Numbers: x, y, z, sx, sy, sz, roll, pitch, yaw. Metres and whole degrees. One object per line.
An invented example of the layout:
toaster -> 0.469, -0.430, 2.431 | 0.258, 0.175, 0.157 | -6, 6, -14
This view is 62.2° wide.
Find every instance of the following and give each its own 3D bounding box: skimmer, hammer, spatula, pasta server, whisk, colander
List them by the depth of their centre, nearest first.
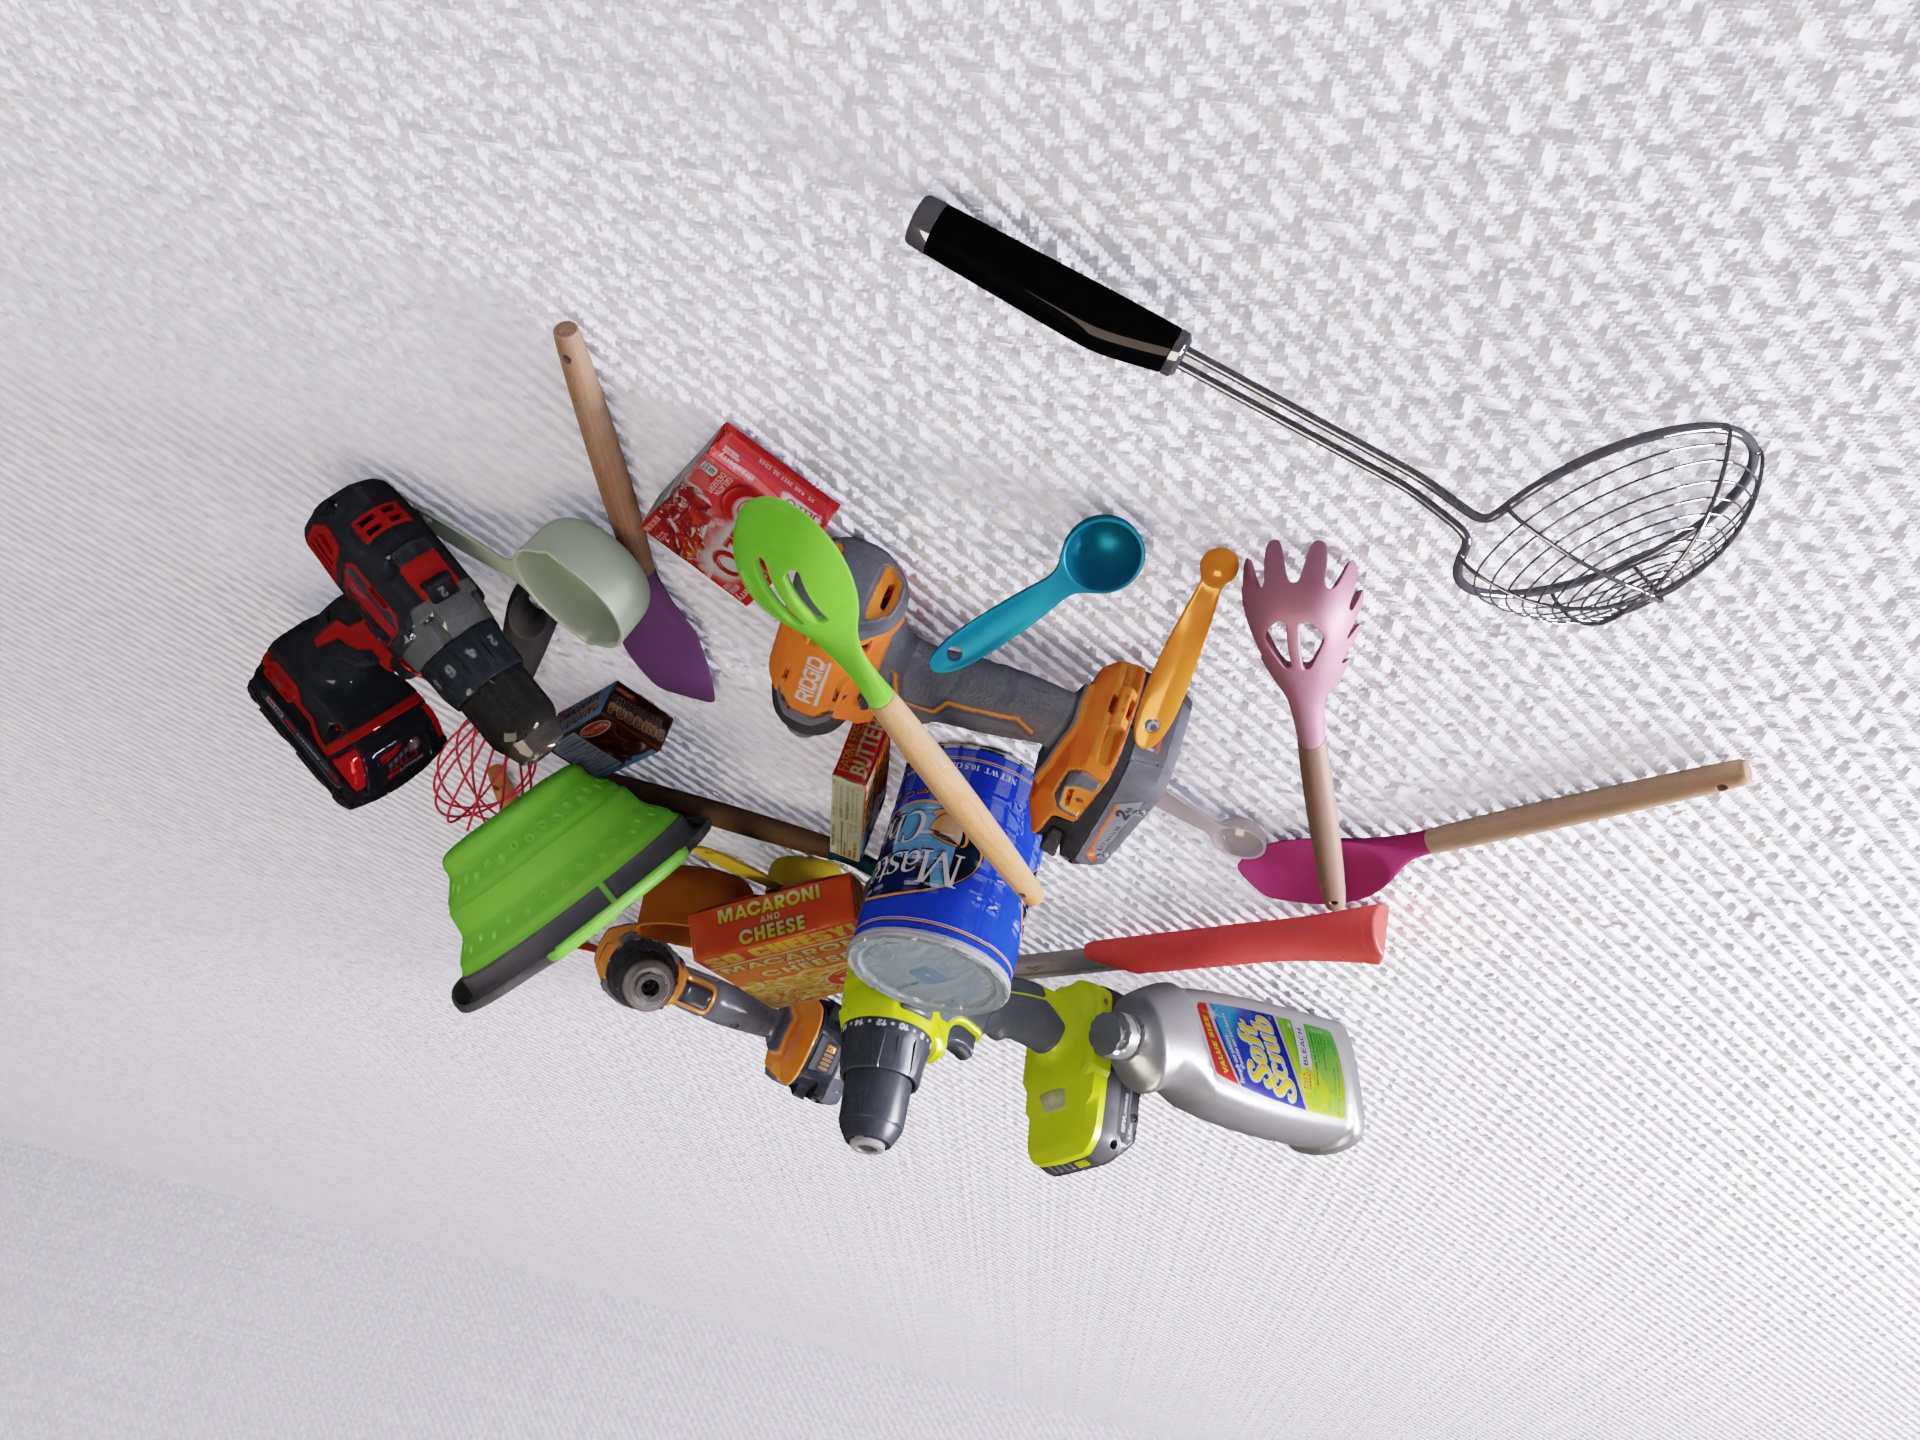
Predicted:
skimmer -> 0.154, -0.143, 0.667 | 0.363, 0.090, 0.127 | 28, 150, 1
pasta server -> 0.198, 0.019, 0.882 | 0.060, 0.040, 0.315 | 3, 146, 20
spatula -> -0.186, -0.102, 0.893 | 0.060, 0.018, 0.315 | 16, 149, 11
whisk -> -0.305, -0.006, 1.062 | 0.073, 0.073, 0.295 | 23, 141, -10
spatula -> -0.111, 0.075, 1.127 | 0.317, 0.044, 0.082 | 15, 149, 11
hammer -> 0.132, 0.161, 1.133 | 0.359, 0.037, 0.149 | -13, 137, 39
colander -> -0.308, 0.108, 1.134 | 0.094, 0.204, 0.397 | 54, 155, -7
spatula -> -0.340, 0.128, 1.312 | 0.081, 0.041, 0.322 | 11, 143, 10

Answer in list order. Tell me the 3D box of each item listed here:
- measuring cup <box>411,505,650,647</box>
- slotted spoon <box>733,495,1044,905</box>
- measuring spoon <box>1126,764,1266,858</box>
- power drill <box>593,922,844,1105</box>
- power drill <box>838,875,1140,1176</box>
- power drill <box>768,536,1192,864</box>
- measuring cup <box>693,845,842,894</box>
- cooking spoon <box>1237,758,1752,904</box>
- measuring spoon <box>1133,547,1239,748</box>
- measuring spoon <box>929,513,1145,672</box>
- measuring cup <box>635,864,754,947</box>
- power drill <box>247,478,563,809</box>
measuring cup -> -0.246, -0.099, 0.910 | 0.168, 0.038, 0.083 | 27, 152, 23
slotted spoon -> -0.028, 0.006, 0.841 | 0.070, 0.031, 0.313 | 2, 141, 38
measuring spoon -> 0.137, 0.048, 0.983 | 0.124, 0.018, 0.034 | 31, 146, -9
power drill -> -0.191, 0.237, 1.308 | 0.226, 0.084, 0.185 | 27, 172, -14
power drill -> 0.015, 0.224, 1.077 | 0.228, 0.191, 0.080 | 31, 140, -28
power drill -> -0.001, -0.003, 0.906 | 0.226, 0.084, 0.164 | 24, 148, -4
measuring cup -> -0.138, 0.101, 1.134 | 0.062, 0.029, 0.156 | -4, 159, 30
cooking spoon -> 0.297, 0.065, 0.928 | 0.319, 0.017, 0.068 | -20, 126, 44
measuring spoon -> 0.114, -0.034, 0.810 | 0.021, 0.011, 0.117 | 18, 115, -6
measuring spoon -> 0.036, -0.064, 0.807 | 0.128, 0.021, 0.042 | -32, 118, 19
measuring cup -> -0.190, 0.158, 1.268 | 0.095, 0.052, 0.173 | 0, 161, 19
power drill -> -0.340, -0.023, 0.976 | 0.188, 0.080, 0.226 | 51, 140, -3
